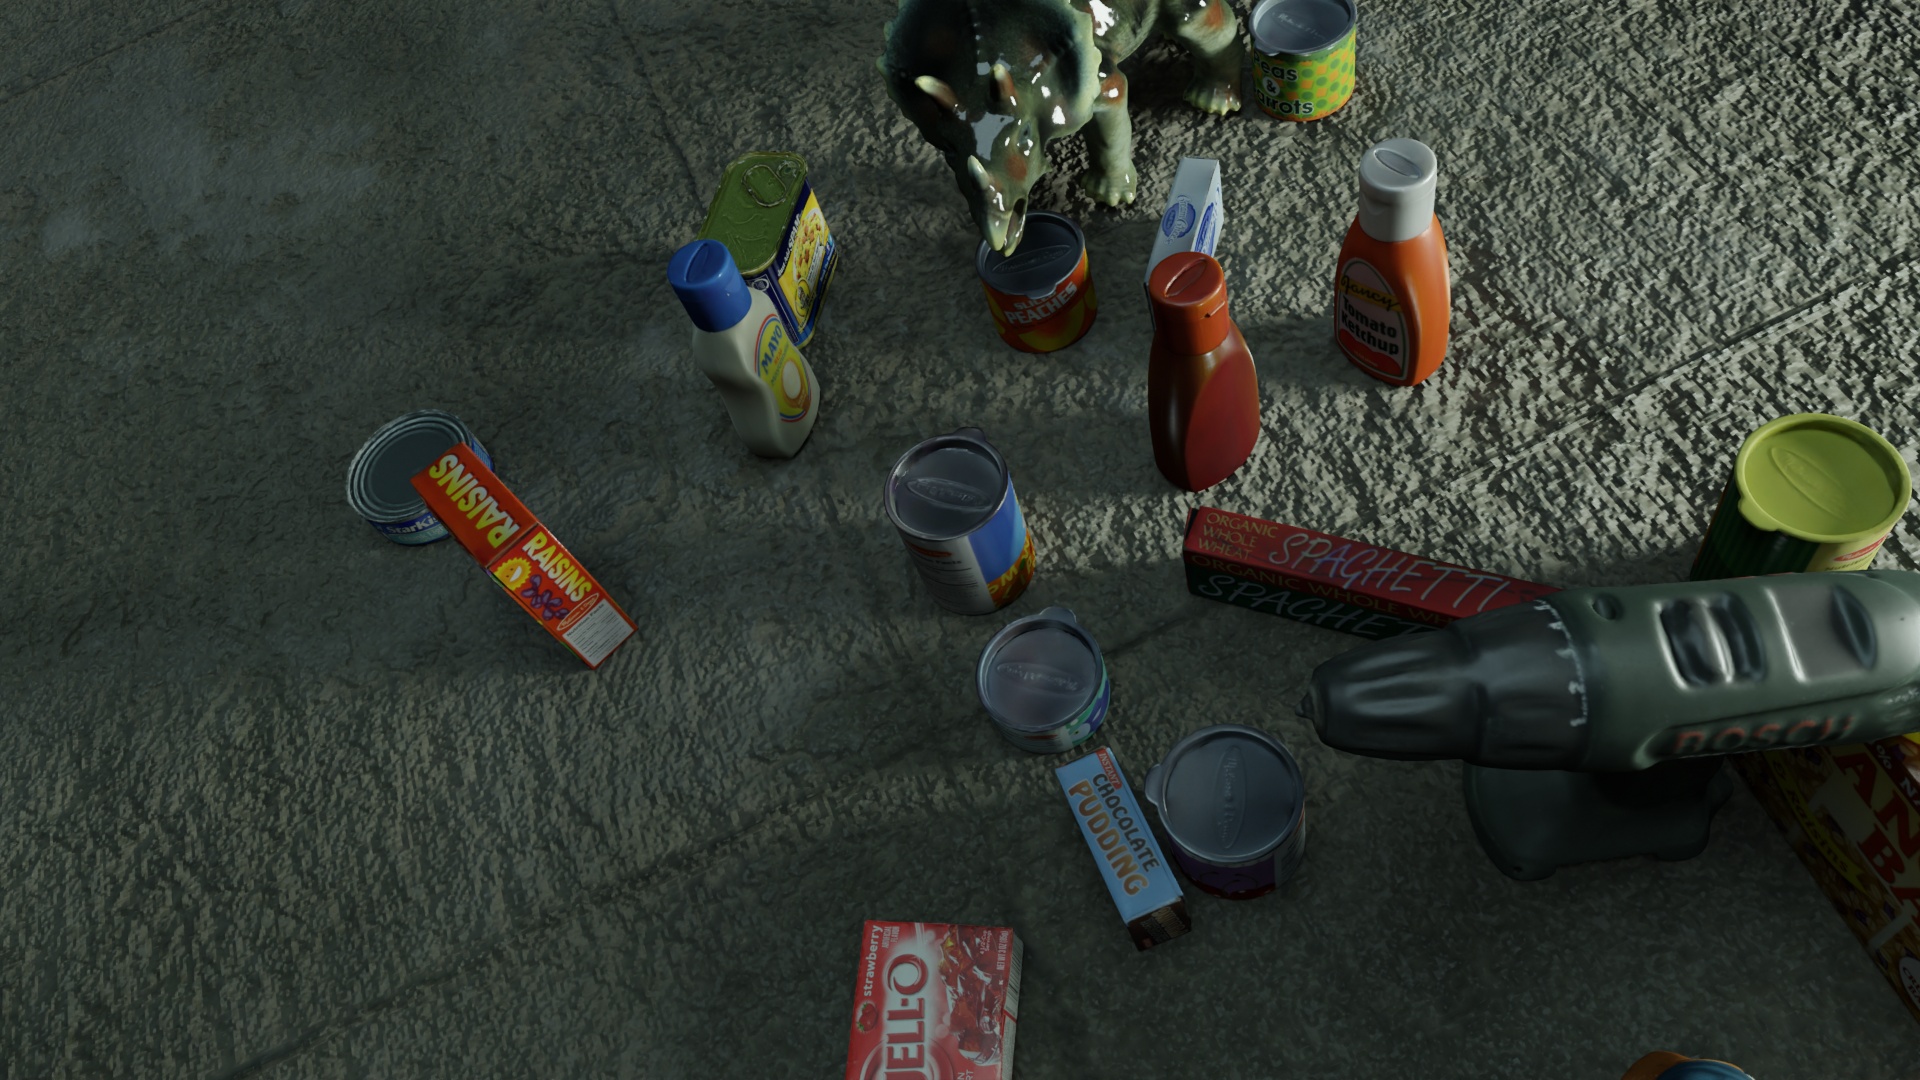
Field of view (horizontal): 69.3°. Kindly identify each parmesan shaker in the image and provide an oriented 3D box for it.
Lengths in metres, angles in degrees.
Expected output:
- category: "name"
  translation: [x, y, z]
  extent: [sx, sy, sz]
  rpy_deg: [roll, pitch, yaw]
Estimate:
- category: "parmesan shaker"
  translation: [0.375, -0.001, 0.633]
  extent: [0.071, 0.102, 0.071]
  rpy_deg: [-7, 58, 11]

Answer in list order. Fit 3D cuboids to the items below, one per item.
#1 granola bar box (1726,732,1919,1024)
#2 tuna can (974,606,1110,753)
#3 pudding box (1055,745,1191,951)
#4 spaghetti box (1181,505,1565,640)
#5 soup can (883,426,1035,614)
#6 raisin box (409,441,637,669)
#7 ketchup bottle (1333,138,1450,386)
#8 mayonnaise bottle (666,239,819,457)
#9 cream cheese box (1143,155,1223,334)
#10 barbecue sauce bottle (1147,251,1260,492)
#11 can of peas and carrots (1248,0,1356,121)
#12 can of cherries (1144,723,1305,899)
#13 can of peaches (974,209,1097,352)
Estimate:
- category: "granola bar box"
  translation: [0.377, 0.115, 0.548]
  extent: [0.039, 0.123, 0.166]
  rpy_deg: [-22, 56, 1]
- category: "tuna can"
  translation: [0.044, 0.072, 0.717]
  extent: [0.071, 0.032, 0.071]
  rpy_deg: [-7, 58, 11]
- category: "pudding box"
  translation: [0.077, 0.144, 0.653]
  extent: [0.030, 0.049, 0.084]
  rpy_deg: [-25, 56, -1]
- category: "spaghetti box"
  translation: [0.230, 0.032, 0.683]
  extent: [0.250, 0.050, 0.029]
  rpy_deg: [14, 64, 22]
- category: "soup can"
  translation: [0.003, -0.009, 0.748]
  extent: [0.071, 0.083, 0.071]
  rpy_deg: [-7, 58, 11]
- category: "raisin box"
  translation: [-0.242, 0.010, 0.777]
  extent: [0.040, 0.123, 0.086]
  rpy_deg: [-42, 58, -12]
- category: "ketchup bottle"
  translation: [0.229, -0.146, 0.735]
  extent: [0.043, 0.148, 0.065]
  rpy_deg: [-41, 58, -12]
- category: "mayonnaise bottle"
  translation: [-0.125, -0.111, 0.807]
  extent: [0.041, 0.147, 0.065]
  rpy_deg: [6, 61, 18]
- category: "cream cheese box"
  translation: [0.135, -0.175, 0.835]
  extent: [0.024, 0.053, 0.104]
  rpy_deg: [9, 62, 20]
- category: "barbecue sauce bottle"
  translation: [0.125, -0.088, 0.726]
  extent: [0.065, 0.148, 0.044]
  rpy_deg: [-43, 58, -13]
- category: "can of peas and carrots"
  translation: [0.219, -0.312, 0.895]
  extent: [0.071, 0.058, 0.071]
  rpy_deg: [-7, 58, 11]
- category: "can of cherries"
  translation: [0.124, 0.126, 0.647]
  extent: [0.071, 0.058, 0.072]
  rpy_deg: [-7, 58, 11]
- category: "can of peaches"
  translation: [0.047, -0.154, 0.842]
  extent: [0.071, 0.057, 0.071]
  rpy_deg: [-7, 58, 11]
